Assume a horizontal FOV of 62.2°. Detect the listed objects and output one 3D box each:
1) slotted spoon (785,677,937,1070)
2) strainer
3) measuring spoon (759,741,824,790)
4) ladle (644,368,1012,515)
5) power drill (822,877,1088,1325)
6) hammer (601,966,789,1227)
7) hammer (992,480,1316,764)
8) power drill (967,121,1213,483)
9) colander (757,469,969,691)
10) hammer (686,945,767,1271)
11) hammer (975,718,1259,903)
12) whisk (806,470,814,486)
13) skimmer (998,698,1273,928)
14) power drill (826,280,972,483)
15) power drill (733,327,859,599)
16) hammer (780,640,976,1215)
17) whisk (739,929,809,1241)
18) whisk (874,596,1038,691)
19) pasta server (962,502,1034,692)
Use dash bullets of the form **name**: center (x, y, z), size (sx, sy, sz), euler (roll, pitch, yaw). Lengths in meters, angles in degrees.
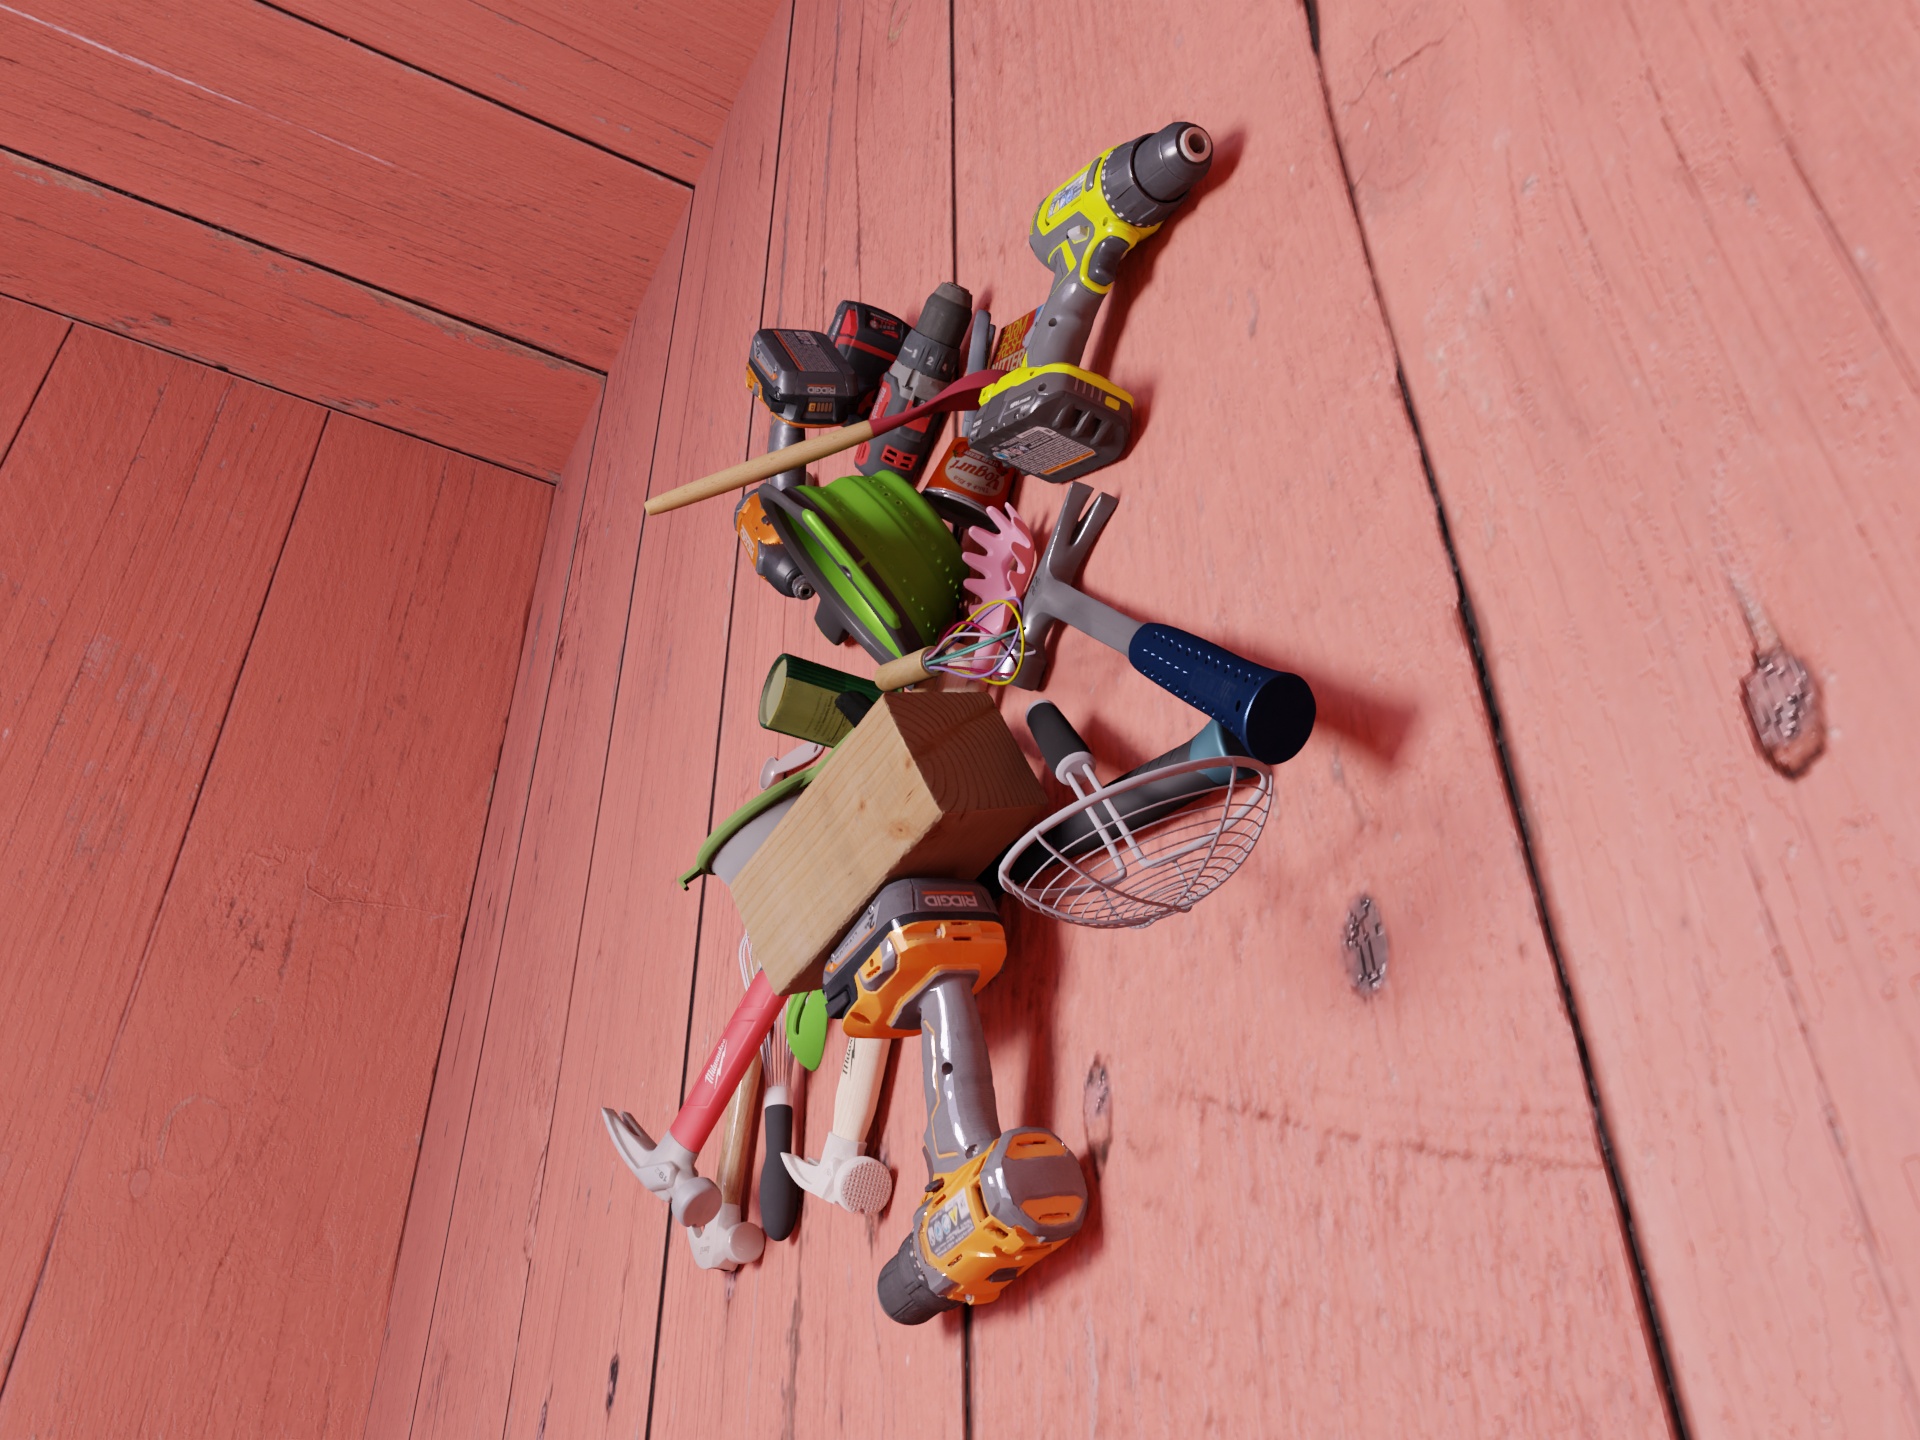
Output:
- **slotted spoon**: center (-0.072, 0.105, 1.168), size (0.314, 0.031, 0.070), euler (-71, 20, 0)
- **strainer**: center (-0.109, 0.075, 1.285), size (0.256, 0.151, 0.069), euler (-44, 73, 38)
- **measuring spoon**: center (-0.157, 0.041, 1.519), size (0.124, 0.018, 0.034), euler (-26, 50, 51)
- **ladle**: center (-0.093, -0.215, 1.230), size (0.069, 0.315, 0.031), euler (127, 123, -84)
- **power drill**: center (-0.017, 0.231, 0.940), size (0.185, 0.084, 0.226), euler (-54, 43, 42)
- **hammer**: center (-0.151, 0.193, 1.250), size (0.143, 0.038, 0.386), euler (32, 93, 44)
- **hammer**: center (0.102, -0.051, 0.904), size (0.406, 0.035, 0.144), euler (-135, 65, -72)
- **power drill**: center (0.093, -0.294, 1.106), size (0.190, 0.080, 0.228), euler (-7, 65, 66)
- **colander**: center (-0.070, -0.121, 1.319), size (0.094, 0.204, 0.397), euler (-39, 2, -8)
- **hammer**: center (-0.184, 0.300, 1.365), size (0.130, 0.031, 0.332), euler (-38, 40, 53)
- **hammer**: center (0.070, 0.064, 0.951), size (0.331, 0.033, 0.128), euler (-36, 41, 55)
- **whisk**: center (-0.161, -0.204, 1.666), size (0.058, 0.059, 0.247), euler (-20, 33, 5)
- **skimmer**: center (0.063, 0.017, 0.821), size (0.363, 0.127, 0.090), euler (-114, 3, -73)
- **power drill**: center (-0.063, -0.333, 1.493), size (0.188, 0.080, 0.227), euler (-66, 26, 16)
- **power drill**: center (-0.154, -0.229, 1.475), size (0.164, 0.084, 0.226), euler (-122, 36, -49)
- **hammer**: center (-0.049, 0.142, 1.166), size (0.146, 0.038, 0.411), euler (-14, 61, 66)
- **whisk**: center (-0.145, 0.272, 1.273), size (0.070, 0.070, 0.285), euler (-47, 39, 46)
- **whisk**: center (-0.011, -0.039, 1.073), size (0.051, 0.047, 0.245), euler (-37, 9, -21)
- **pasta server**: center (-0.002, -0.004, 1.131), size (0.060, 0.040, 0.316), euler (-4, 66, 55)
